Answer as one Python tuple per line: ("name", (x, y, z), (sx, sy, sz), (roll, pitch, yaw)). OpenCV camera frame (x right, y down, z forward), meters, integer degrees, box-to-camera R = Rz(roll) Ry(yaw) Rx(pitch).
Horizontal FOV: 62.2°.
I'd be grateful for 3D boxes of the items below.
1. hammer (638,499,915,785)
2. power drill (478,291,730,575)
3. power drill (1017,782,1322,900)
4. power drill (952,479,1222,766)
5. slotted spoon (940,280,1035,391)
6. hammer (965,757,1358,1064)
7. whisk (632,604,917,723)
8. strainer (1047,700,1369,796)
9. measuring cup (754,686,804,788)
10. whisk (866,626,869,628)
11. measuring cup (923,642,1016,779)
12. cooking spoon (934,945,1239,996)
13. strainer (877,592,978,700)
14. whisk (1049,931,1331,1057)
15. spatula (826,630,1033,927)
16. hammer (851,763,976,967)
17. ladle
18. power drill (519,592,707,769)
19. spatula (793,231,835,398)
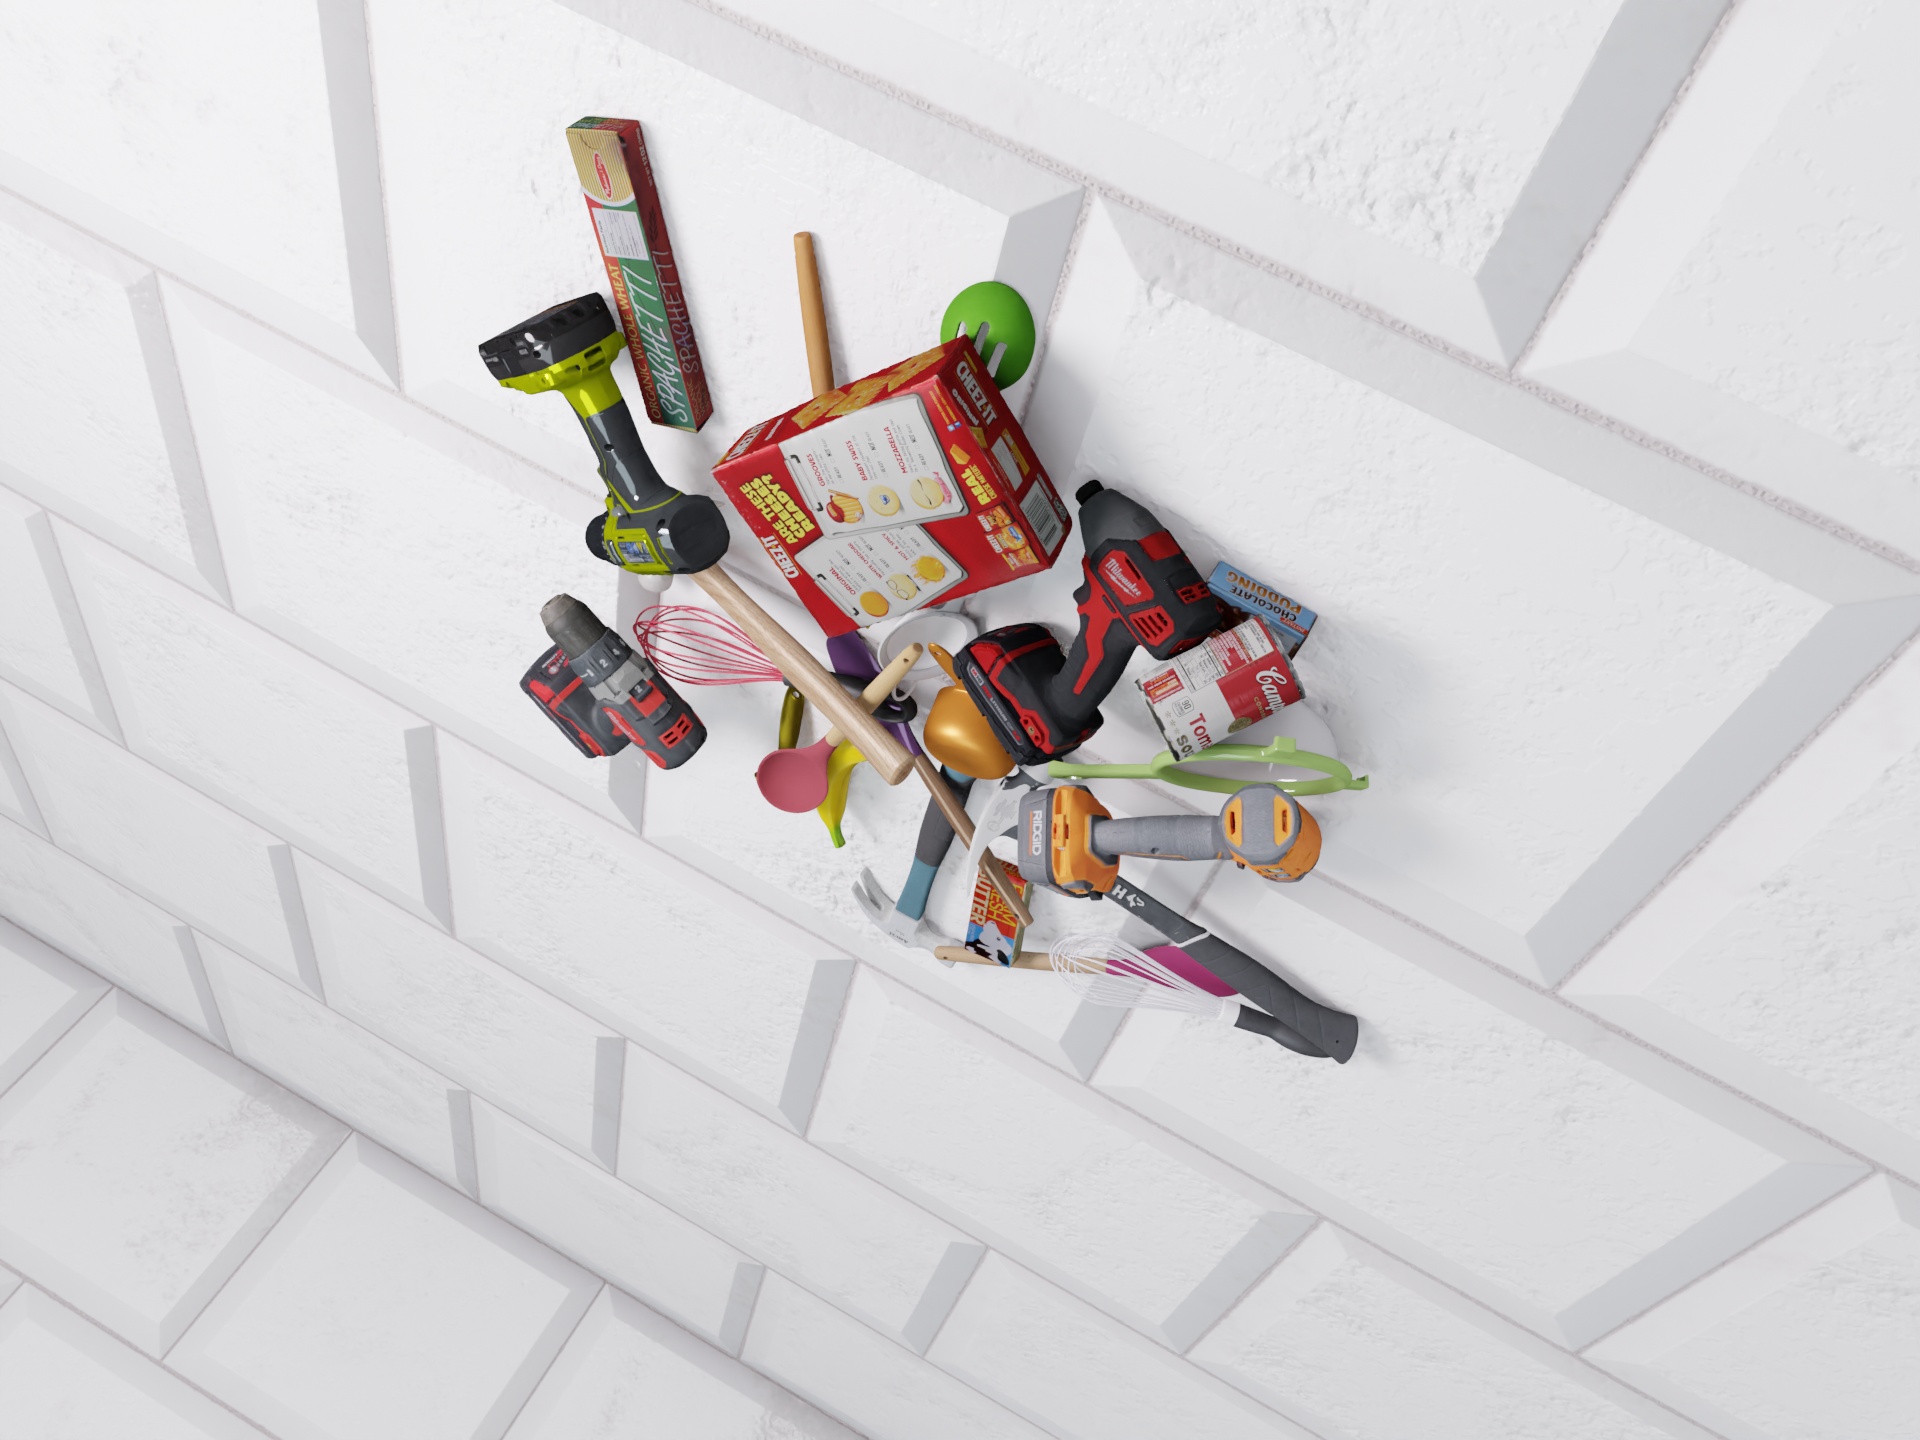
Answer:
("hammer", (-0.157, -0.069, 1.354), (0.331, 0.031, 0.130), (44, 139, 18))
("power drill", (-0.295, -0.221, 1.302), (0.191, 0.080, 0.228), (8, 130, 53))
("power drill", (0.176, 0.099, 1.284), (0.226, 0.084, 0.164), (-4, 165, 23))
("power drill", (0.091, -0.073, 1.203), (0.143, 0.078, 0.219), (57, 138, 13))
("slotted spoon", (-0.005, -0.195, 1.200), (0.070, 0.031, 0.313), (28, 142, 8))
("hammer", (0.187, 0.188, 1.415), (0.409, 0.036, 0.149), (34, 104, -8))
("whisk", (-0.170, -0.047, 1.432), (0.296, 0.073, 0.073), (17, 138, 21))
("strainer", (0.180, 0.014, 1.239), (0.256, 0.069, 0.151), (-2, 166, 37))
("measuring cup", (-0.162, 0.020, 1.542), (0.062, 0.029, 0.156), (23, 128, 13))
("whisk", (-0.054, -0.163, 1.255), (0.051, 0.047, 0.244), (27, 138, 11))
("measuring cup", (-0.002, -0.004, 1.327), (0.095, 0.052, 0.173), (13, 160, 26))
("cooking spoon", (0.120, 0.238, 1.546), (0.319, 0.017, 0.068), (1, 131, 25))
("strainer", (0.003, -0.105, 1.276), (0.086, 0.050, 0.258), (5, 146, -31))
("whisk", (0.216, 0.259, 1.467), (0.284, 0.070, 0.070), (19, 141, -2))
("spatula", (-0.026, 0.054, 1.428), (0.060, 0.018, 0.316), (-30, 96, 49))
("hammer", (-0.027, 0.125, 1.542), (0.128, 0.033, 0.330), (27, 141, 7))
("ladle", (-0.103, 0.006, 1.391), (0.069, 0.031, 0.315), (37, 144, -8))
("power drill", (-0.343, -0.038, 1.499), (0.187, 0.080, 0.227), (51, 159, -20))
("spatula", (-0.110, -0.220, 1.230), (0.041, 0.081, 0.322), (-10, 130, -6))
